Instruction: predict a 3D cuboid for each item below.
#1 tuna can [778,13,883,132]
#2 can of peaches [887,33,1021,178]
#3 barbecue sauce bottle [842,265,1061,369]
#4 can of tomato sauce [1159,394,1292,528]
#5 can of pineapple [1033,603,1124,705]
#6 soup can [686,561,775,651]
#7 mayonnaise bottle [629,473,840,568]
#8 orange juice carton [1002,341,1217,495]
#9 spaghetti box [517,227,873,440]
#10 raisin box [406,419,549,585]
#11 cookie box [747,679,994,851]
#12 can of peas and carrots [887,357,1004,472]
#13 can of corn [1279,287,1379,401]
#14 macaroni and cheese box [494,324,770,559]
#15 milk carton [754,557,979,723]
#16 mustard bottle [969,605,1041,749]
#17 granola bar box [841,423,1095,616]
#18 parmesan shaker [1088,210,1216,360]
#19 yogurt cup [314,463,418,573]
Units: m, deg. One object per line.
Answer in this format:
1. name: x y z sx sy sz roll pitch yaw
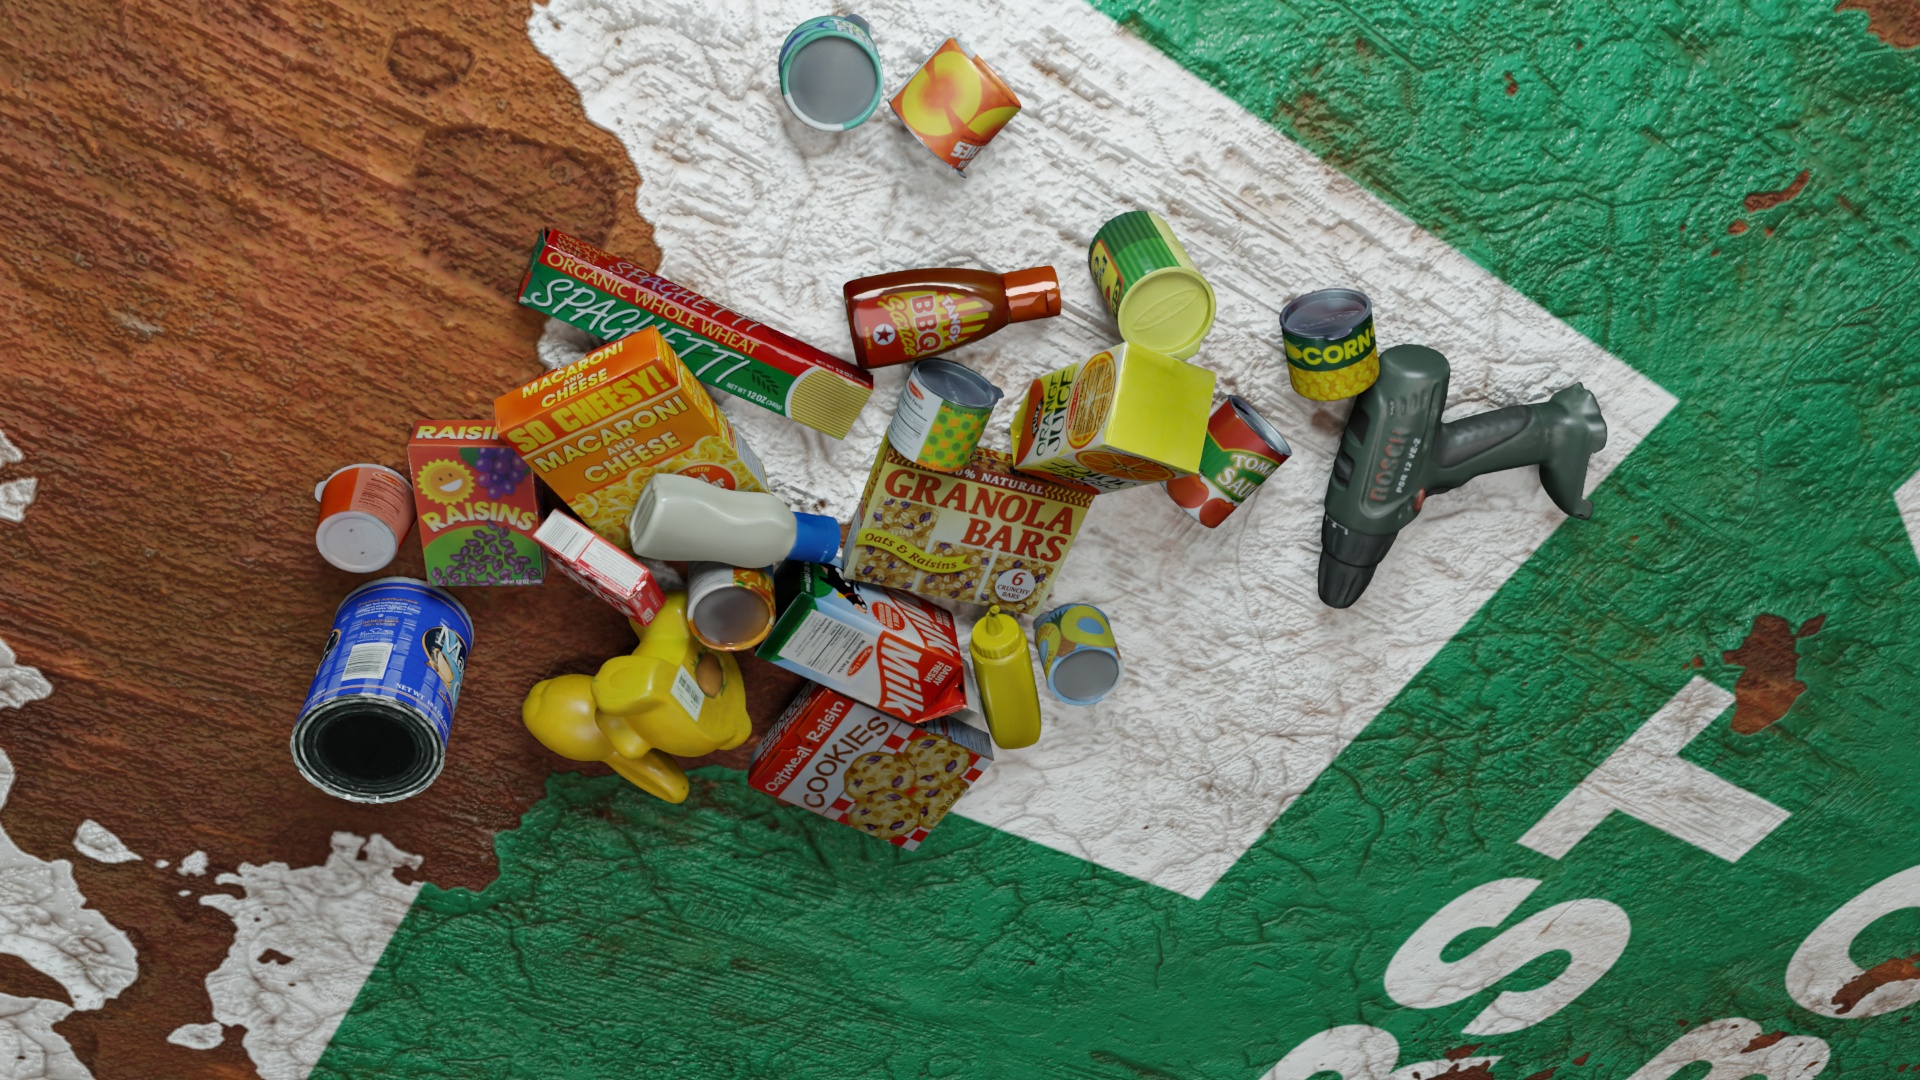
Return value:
1. tuna can: -0.080 -0.297 0.878 0.071 0.033 0.070 -5 125 -7
2. can of peaches: -0.002 -0.277 0.884 0.071 0.071 0.058 36 111 -29
3. barbecue sauce bottle: -0.005 -0.163 0.976 0.149 0.044 0.064 -11 124 -3
4. can of tomato sauce: 0.203 -0.059 1.067 0.071 0.071 0.083 31 114 -27
5. can of pineapple: 0.098 0.095 1.161 0.071 0.058 0.070 -5 125 -7
6. soup can: -0.173 0.036 1.057 0.071 0.084 0.071 -5 125 -7
7. mayonnaise bottle: -0.160 -0.009 1.008 0.148 0.041 0.064 9 131 -33
8. orange juice carton: 0.097 -0.080 0.986 0.072 0.192 0.073 16 81 -19
9. spaghetti box: -0.181 -0.141 0.969 0.250 0.029 0.050 22 118 -23
10. raisin box: -0.348 -0.027 1.011 0.086 0.040 0.122 0 125 -9
11. cookie box: -0.076 0.185 1.170 0.167 0.040 0.122 28 115 -24
12. can of peas and carrots: -0.011 -0.091 1.011 0.071 0.071 0.058 14 121 -18
13. can of corn: 0.273 -0.143 1.022 0.071 0.071 0.058 -18 126 3
14. macaroni and cheese box: -0.228 -0.064 0.981 0.124 0.040 0.166 -24 141 6
15. milk carton: -0.066 0.082 1.115 0.190 0.073 0.073 27 116 -24
16. mustard bottle: 0.035 0.106 1.144 0.049 0.065 0.159 -12 133 1
17. granola bar box: 0.004 -0.014 1.082 0.166 0.039 0.123 12 122 -17
18. parmesan shaker: 0.130 -0.175 0.955 0.071 0.103 0.071 -4 124 -6
19. yogurt cup: -0.428 -0.013 0.997 0.072 0.054 0.072 -5 125 -7
